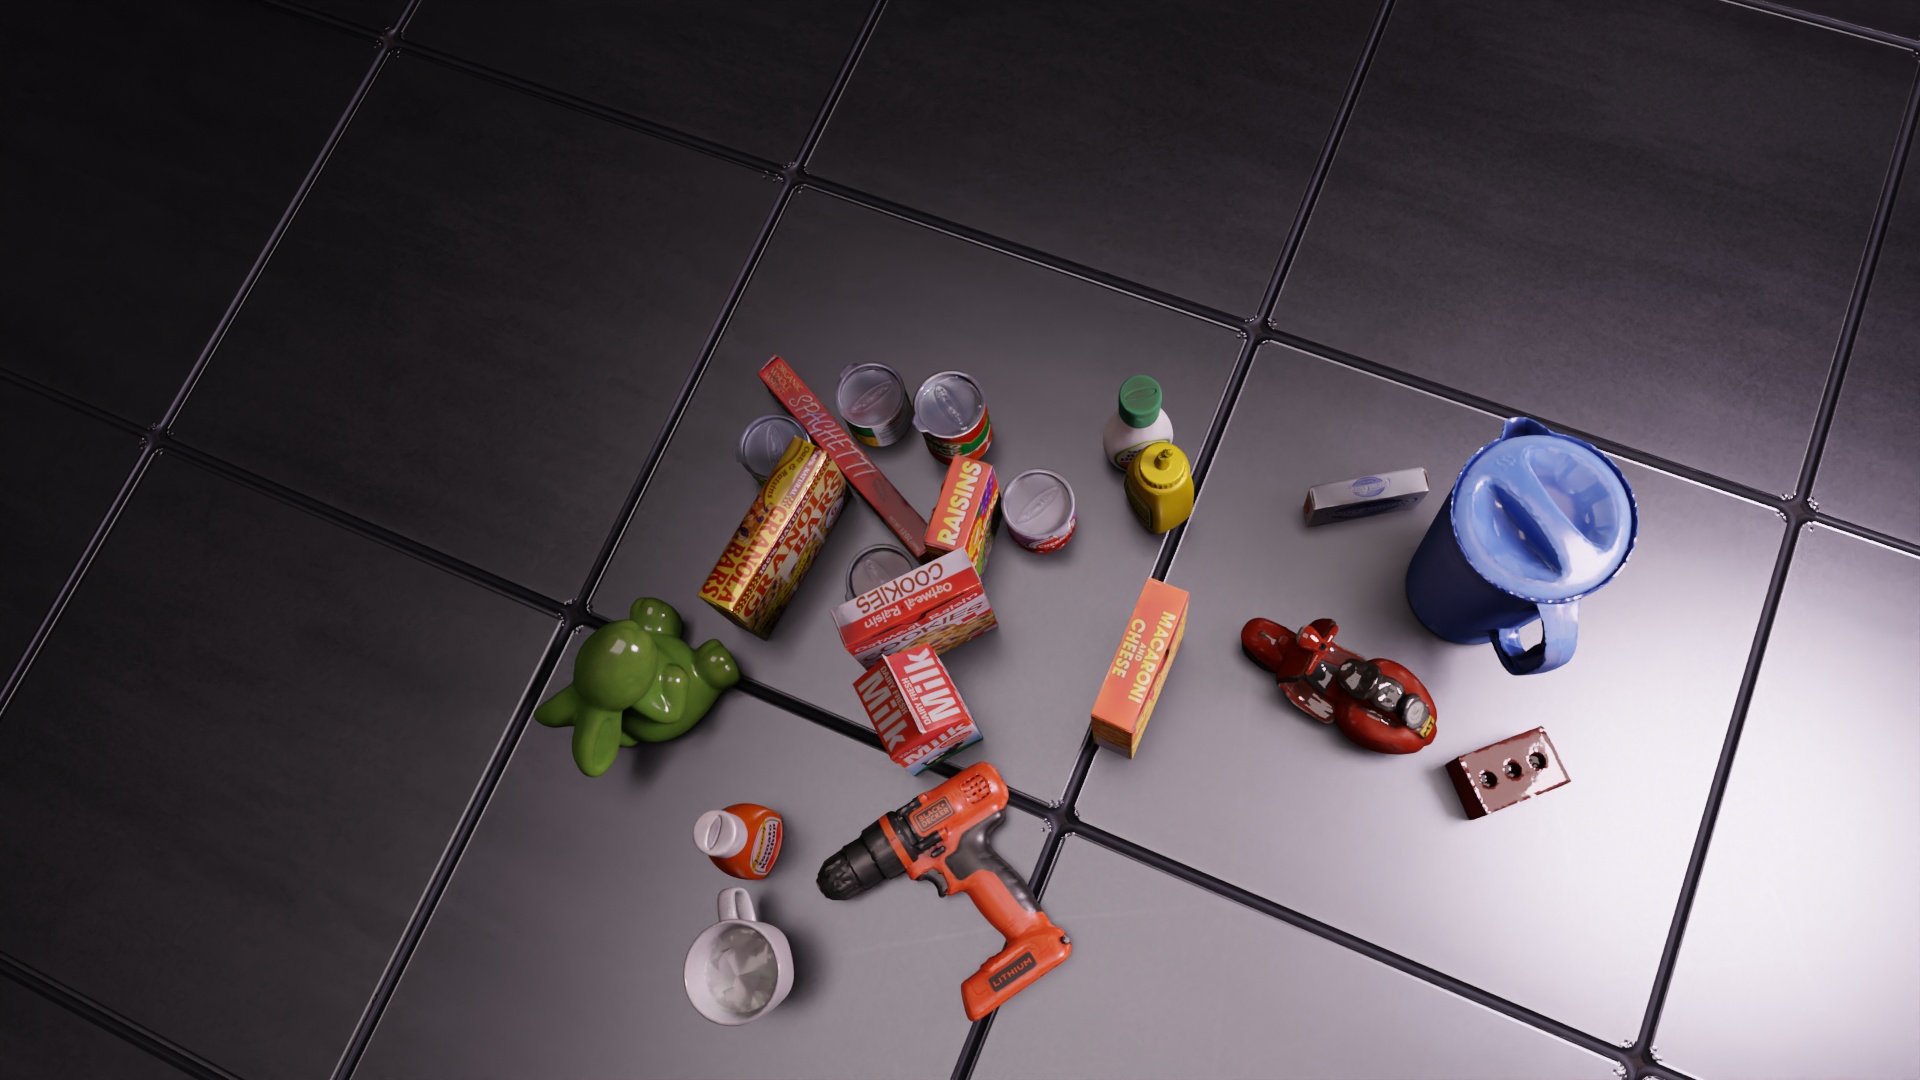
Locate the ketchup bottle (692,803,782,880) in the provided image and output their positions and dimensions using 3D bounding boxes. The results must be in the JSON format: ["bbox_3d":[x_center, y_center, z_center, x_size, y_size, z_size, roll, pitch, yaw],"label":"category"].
[{"bbox_3d":[-0.189,0.252,1.175,0.043,0.148,0.065,12,76,10],"label":"ketchup bottle"}]

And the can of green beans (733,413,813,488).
[{"bbox_3d":[-0.171,-0.080,1.318,0.071,0.057,0.071,-2,74,6],"label":"can of green beans"}]

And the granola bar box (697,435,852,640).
[{"bbox_3d":[-0.163,0.001,1.258,0.039,0.124,0.166,27,79,13],"label":"granola bar box"}]

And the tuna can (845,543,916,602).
[{"bbox_3d":[-0.073,0.040,1.285,0.071,0.032,0.071,-2,74,6],"label":"tuna can"}]

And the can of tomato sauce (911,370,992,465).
[{"bbox_3d":[-0.007,-0.111,1.296,0.071,0.083,0.071,-2,74,6],"label":"can of tomato sauce"}]

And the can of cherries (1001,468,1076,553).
[{"bbox_3d":[0.074,-0.024,1.274,0.071,0.058,0.071,-2,74,6],"label":"can of cherries"}]

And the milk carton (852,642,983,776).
[{"bbox_3d":[-0.036,0.142,1.168,0.073,0.190,0.072,-28,73,-2],"label":"milk carton"}]

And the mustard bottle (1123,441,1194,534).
[{"bbox_3d":[0.174,-0.053,1.219,0.049,0.160,0.065,-32,73,-3],"label":"mustard bottle"}]

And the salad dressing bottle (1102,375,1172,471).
[{"bbox_3d":[0.159,-0.104,1.242,0.064,0.147,0.044,-15,73,2],"label":"salad dressing bottle"}]

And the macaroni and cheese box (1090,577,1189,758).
[{"bbox_3d":[0.152,0.111,1.170,0.040,0.166,0.124,22,78,12],"label":"macaroni and cheese box"}]

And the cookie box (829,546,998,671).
[{"bbox_3d":[-0.036,0.069,1.202,0.123,0.167,0.040,-26,73,-1],"label":"cookie box"}]

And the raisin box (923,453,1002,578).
[{"bbox_3d":[0.004,-0.016,1.245,0.040,0.123,0.086,17,77,11],"label":"raisin box"}]

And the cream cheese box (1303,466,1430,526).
[{"bbox_3d":[0.364,-0.039,1.250,0.104,0.053,0.024,-10,73,3],"label":"cream cheese box"}]

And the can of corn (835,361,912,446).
[{"bbox_3d":[-0.083,-0.131,1.323,0.071,0.058,0.071,-2,74,6],"label":"can of corn"}]

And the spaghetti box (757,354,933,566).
[{"bbox_3d":[-0.104,-0.075,1.313,0.029,0.050,0.250,-40,74,-6],"label":"spaghetti box"}]
